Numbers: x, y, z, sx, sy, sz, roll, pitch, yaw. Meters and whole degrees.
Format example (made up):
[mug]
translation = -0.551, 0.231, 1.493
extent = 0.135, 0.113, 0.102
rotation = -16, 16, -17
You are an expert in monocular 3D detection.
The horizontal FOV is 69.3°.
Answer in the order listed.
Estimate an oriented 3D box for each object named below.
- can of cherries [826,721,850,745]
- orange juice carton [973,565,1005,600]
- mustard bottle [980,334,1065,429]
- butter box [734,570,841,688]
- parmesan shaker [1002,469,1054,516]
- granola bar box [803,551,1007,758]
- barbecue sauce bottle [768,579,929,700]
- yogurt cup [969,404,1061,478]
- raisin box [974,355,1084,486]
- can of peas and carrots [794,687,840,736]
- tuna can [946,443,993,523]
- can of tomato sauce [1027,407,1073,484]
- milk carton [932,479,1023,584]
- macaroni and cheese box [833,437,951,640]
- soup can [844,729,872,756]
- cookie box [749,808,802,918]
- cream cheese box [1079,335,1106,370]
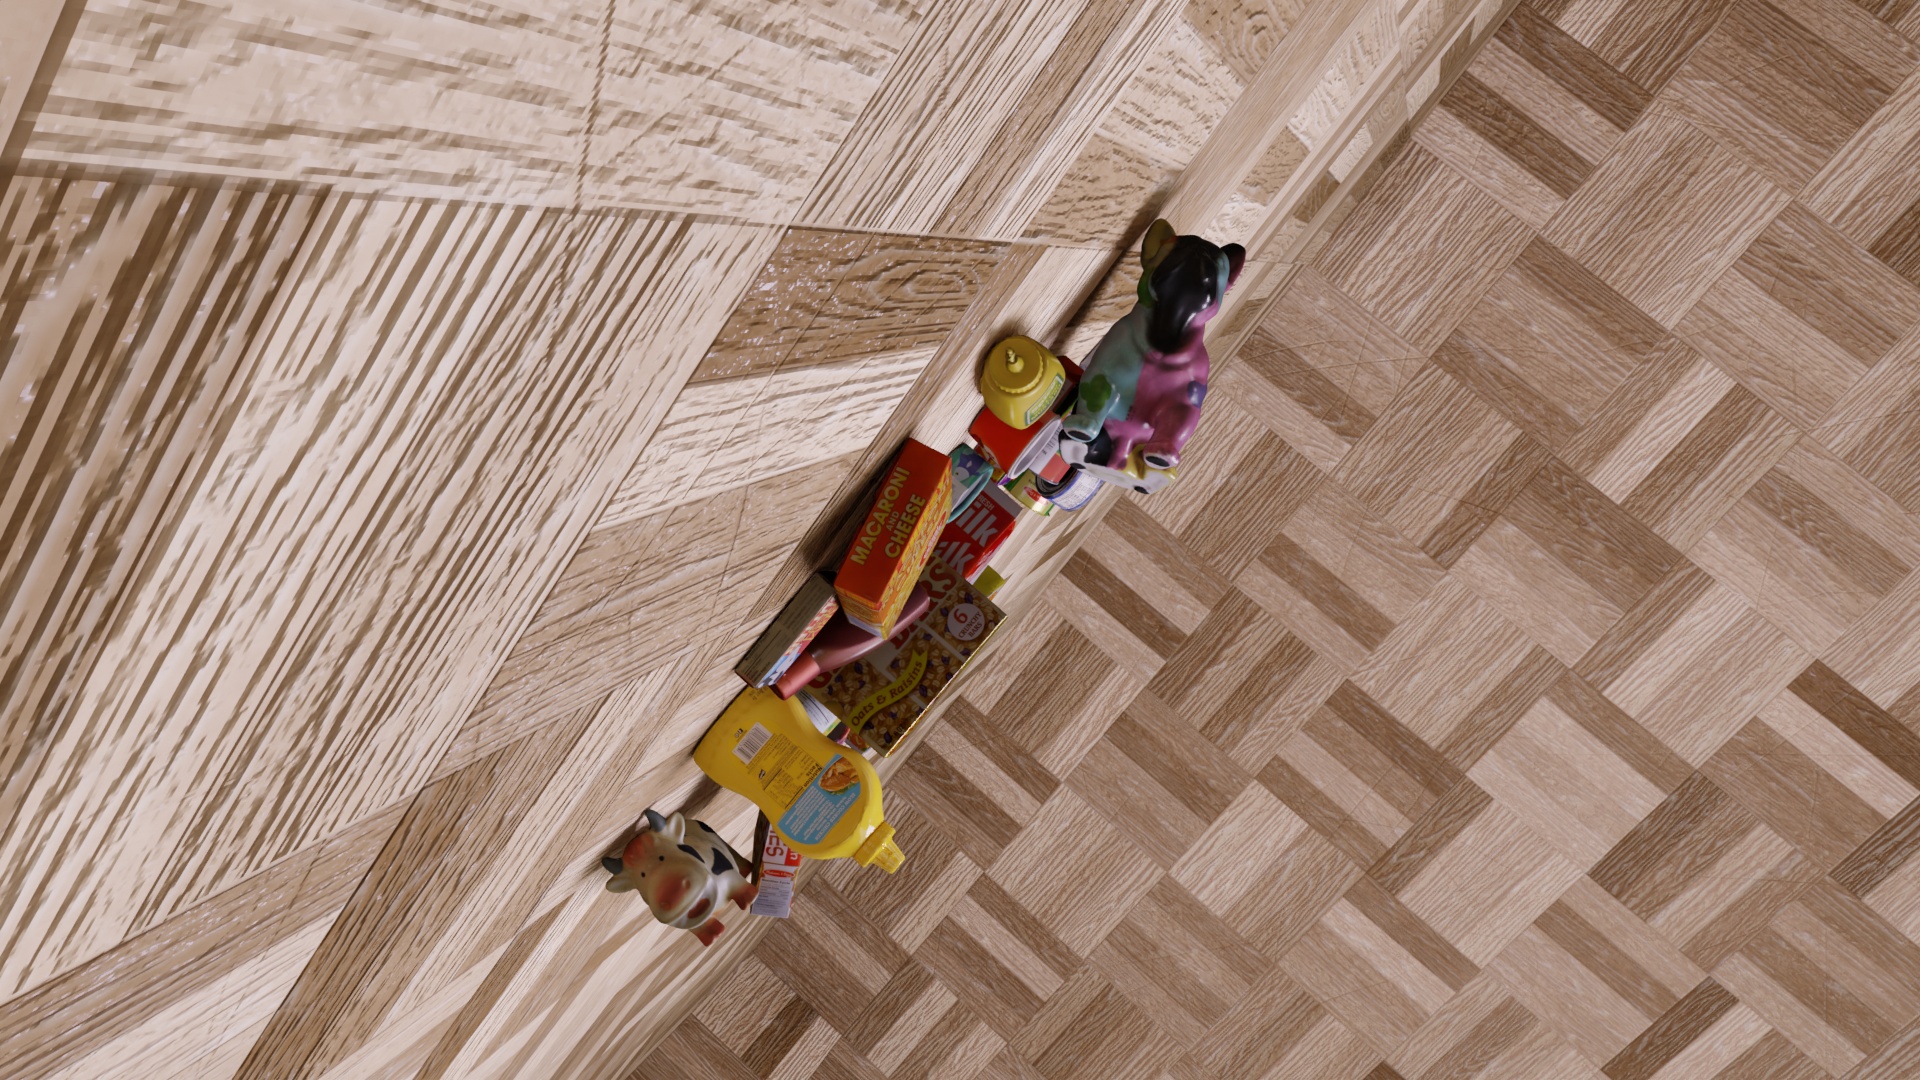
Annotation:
[can of cherries]
translation = -0.148, 0.193, 1.420
extent = 0.072, 0.071, 0.058
rotation = -45, 171, -31
[orange juice carton]
translation = -0.038, 0.100, 1.585
extent = 0.191, 0.073, 0.072
rotation = -53, 172, 27
[mustard bottle]
translation = 0.045, -0.124, 1.056
extent = 0.065, 0.049, 0.160
rotation = -52, 173, 3
[butter box]
translation = -0.130, 0.069, 1.088
extent = 0.103, 0.024, 0.053
rotation = -50, 173, 4
[parmesan shaker]
translation = 0.099, -0.085, 1.487
extent = 0.103, 0.071, 0.071
rotation = -52, 172, 11
[granola bar box]
translation = -0.058, 0.089, 1.220
extent = 0.165, 0.124, 0.039
rotation = -49, 172, -5
[barbecue sauce bottle]
translation = -0.100, 0.074, 1.159
extent = 0.149, 0.065, 0.043
rotation = -38, 166, -20
[yogurt cup]
translation = 0.044, -0.095, 1.180
extent = 0.072, 0.054, 0.072
rotation = -49, 172, -9
[raisin box]
translation = 0.066, -0.111, 1.285
extent = 0.123, 0.040, 0.086
rotation = -51, 173, 17
[can of peas and carrots]
translation = -0.139, 0.149, 1.270
extent = 0.059, 0.071, 0.070
rotation = -46, 171, -25
[tuna can]
translation = -0.003, -0.050, 1.208
extent = 0.071, 0.033, 0.071
rotation = -48, 172, -9
[can of tomato sauce]
translation = 0.095, -0.108, 1.361
extent = 0.083, 0.071, 0.071
rotation = -53, 172, 16
[milk carton]
translation = -0.018, 0.015, 1.292
extent = 0.189, 0.072, 0.074
rotation = -53, 172, 30
[macaroni and cheese box]
translation = -0.050, 0.003, 1.068
extent = 0.166, 0.040, 0.124
rotation = 92, 24, -77
[soup can]
translation = -0.114, 0.179, 1.493
extent = 0.071, 0.084, 0.071
rotation = -49, 172, -9
[cookie box]
translation = -0.167, 0.255, 1.332
extent = 0.123, 0.040, 0.166
rotation = -105, -153, -66
[cream cheese box]
translation = 0.145, -0.178, 1.467
extent = 0.053, 0.024, 0.103
rotation = -48, 172, -14
